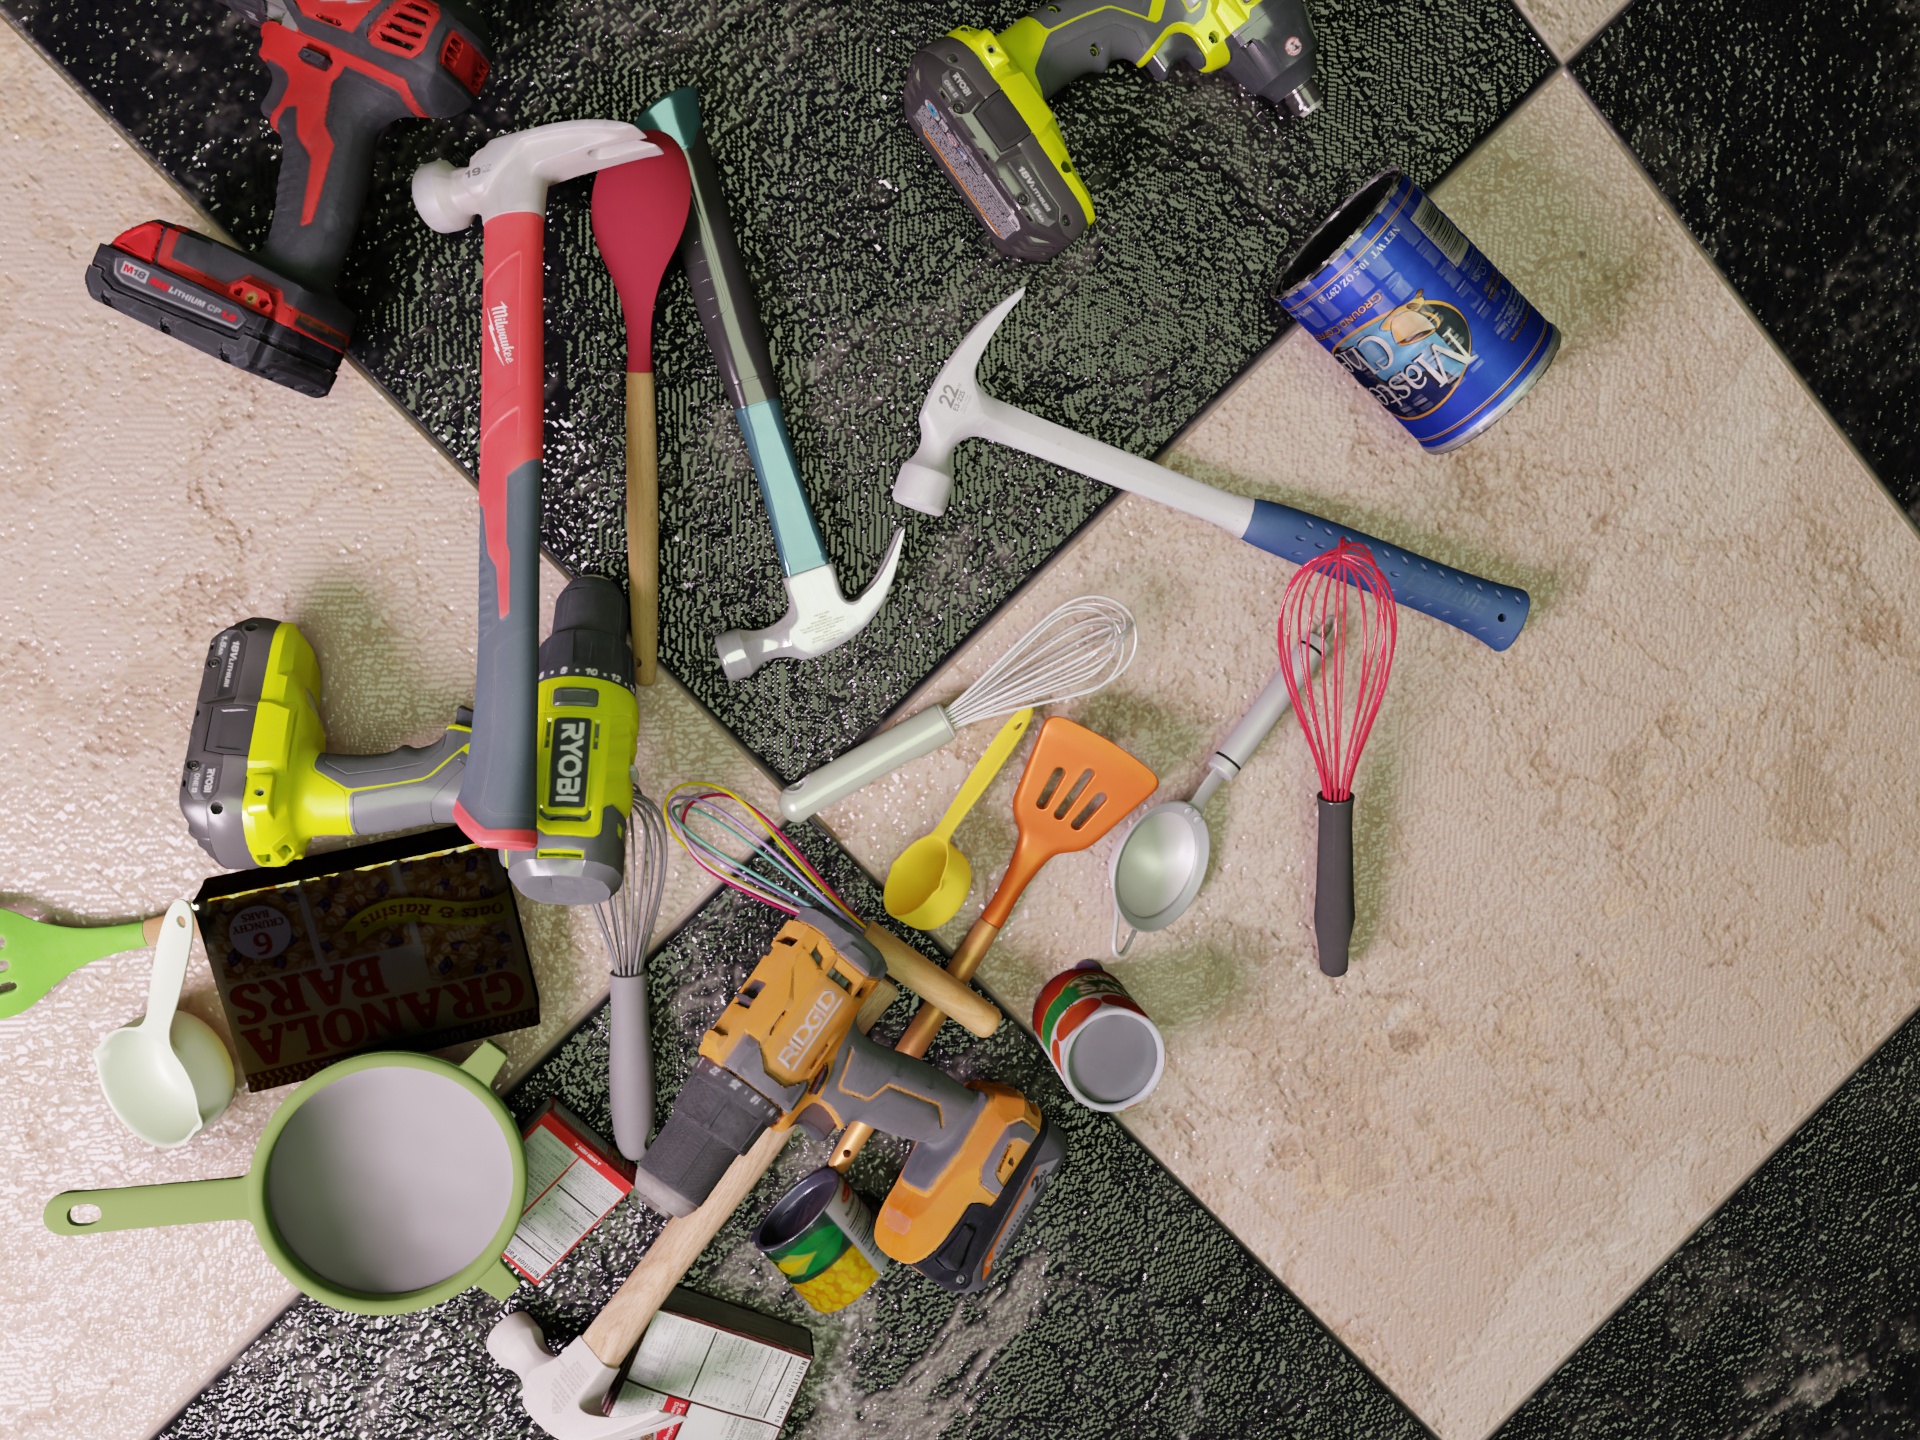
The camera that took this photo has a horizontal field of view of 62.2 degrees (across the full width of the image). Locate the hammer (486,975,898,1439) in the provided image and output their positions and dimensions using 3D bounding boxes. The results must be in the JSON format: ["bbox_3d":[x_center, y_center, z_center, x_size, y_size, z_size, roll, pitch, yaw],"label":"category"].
[{"bbox_3d":[-0.147,0.289,0.967,0.331,0.130,0.031,-53,145,-7],"label":"hammer"}]

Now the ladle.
[{"bbox_3d":[-0.184,-0.174,0.913,0.069,0.031,0.315,10,107,29],"label":"ladle"}]

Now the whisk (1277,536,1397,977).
[{"bbox_3d":[0.233,0.030,0.990,0.073,0.073,0.295,-8,112,-8],"label":"whisk"}]

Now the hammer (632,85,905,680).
[{"bbox_3d":[-0.125,-0.198,0.930,0.128,0.033,0.331,-17,100,-6],"label":"hammer"}]

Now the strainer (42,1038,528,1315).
[{"bbox_3d":[-0.378,0.262,0.914,0.256,0.069,0.151,-3,94,-9],"label":"strainer"}]

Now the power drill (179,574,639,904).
[{"bbox_3d":[-0.294,0.003,0.887,0.228,0.080,0.191,2,65,-6],"label":"power drill"}]

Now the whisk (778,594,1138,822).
[{"bbox_3d":[-0.002,-0.003,0.970,0.246,0.058,0.059,-29,109,0],"label":"whisk"}]

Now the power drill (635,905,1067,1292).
[{"bbox_3d":[-0.064,0.243,0.919,0.226,0.084,0.185,45,69,-25],"label":"power drill"}]

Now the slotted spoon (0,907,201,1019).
[{"bbox_3d":[-0.445,0.116,0.923,0.313,0.031,0.070,-12,102,-9],"label":"slotted spoon"}]

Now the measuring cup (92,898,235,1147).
[{"bbox_3d":[-0.438,0.164,0.897,0.083,0.038,0.167,27,113,13],"label":"measuring cup"}]

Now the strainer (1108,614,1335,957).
[{"bbox_3d":[0.161,0.035,1.004,0.258,0.050,0.086,-52,131,-6],"label":"strainer"}]

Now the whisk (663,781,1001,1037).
[{"bbox_3d":[-0.076,0.115,0.960,0.245,0.051,0.047,36,88,-6],"label":"whisk"}]

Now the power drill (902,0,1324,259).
[{"bbox_3d":[0.094,-0.377,0.922,0.223,0.080,0.171,-39,102,-6],"label":"power drill"}]

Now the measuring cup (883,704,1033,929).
[{"bbox_3d":[0.009,0.061,0.983,0.029,0.062,0.156,39,78,-29],"label":"measuring cup"}]

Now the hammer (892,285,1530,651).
[{"bbox_3d":[0.170,-0.135,0.985,0.405,0.035,0.144,19,94,-11],"label":"hammer"}]

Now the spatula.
[{"bbox_3d":[0.006,0.148,0.993,0.081,0.041,0.322,32,93,-4],"label":"spatula"}]

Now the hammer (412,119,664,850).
[{"bbox_3d":[-0.223,-0.126,0.836,0.143,0.038,0.386,-6,79,20],"label":"hammer"}]

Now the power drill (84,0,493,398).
[{"bbox_3d":[-0.373,-0.308,0.844,0.188,0.080,0.226,26,92,8],"label":"power drill"}]

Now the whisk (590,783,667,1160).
[{"bbox_3d":[-0.200,0.154,0.958,0.055,0.055,0.239,-2,101,-9],"label":"whisk"}]
